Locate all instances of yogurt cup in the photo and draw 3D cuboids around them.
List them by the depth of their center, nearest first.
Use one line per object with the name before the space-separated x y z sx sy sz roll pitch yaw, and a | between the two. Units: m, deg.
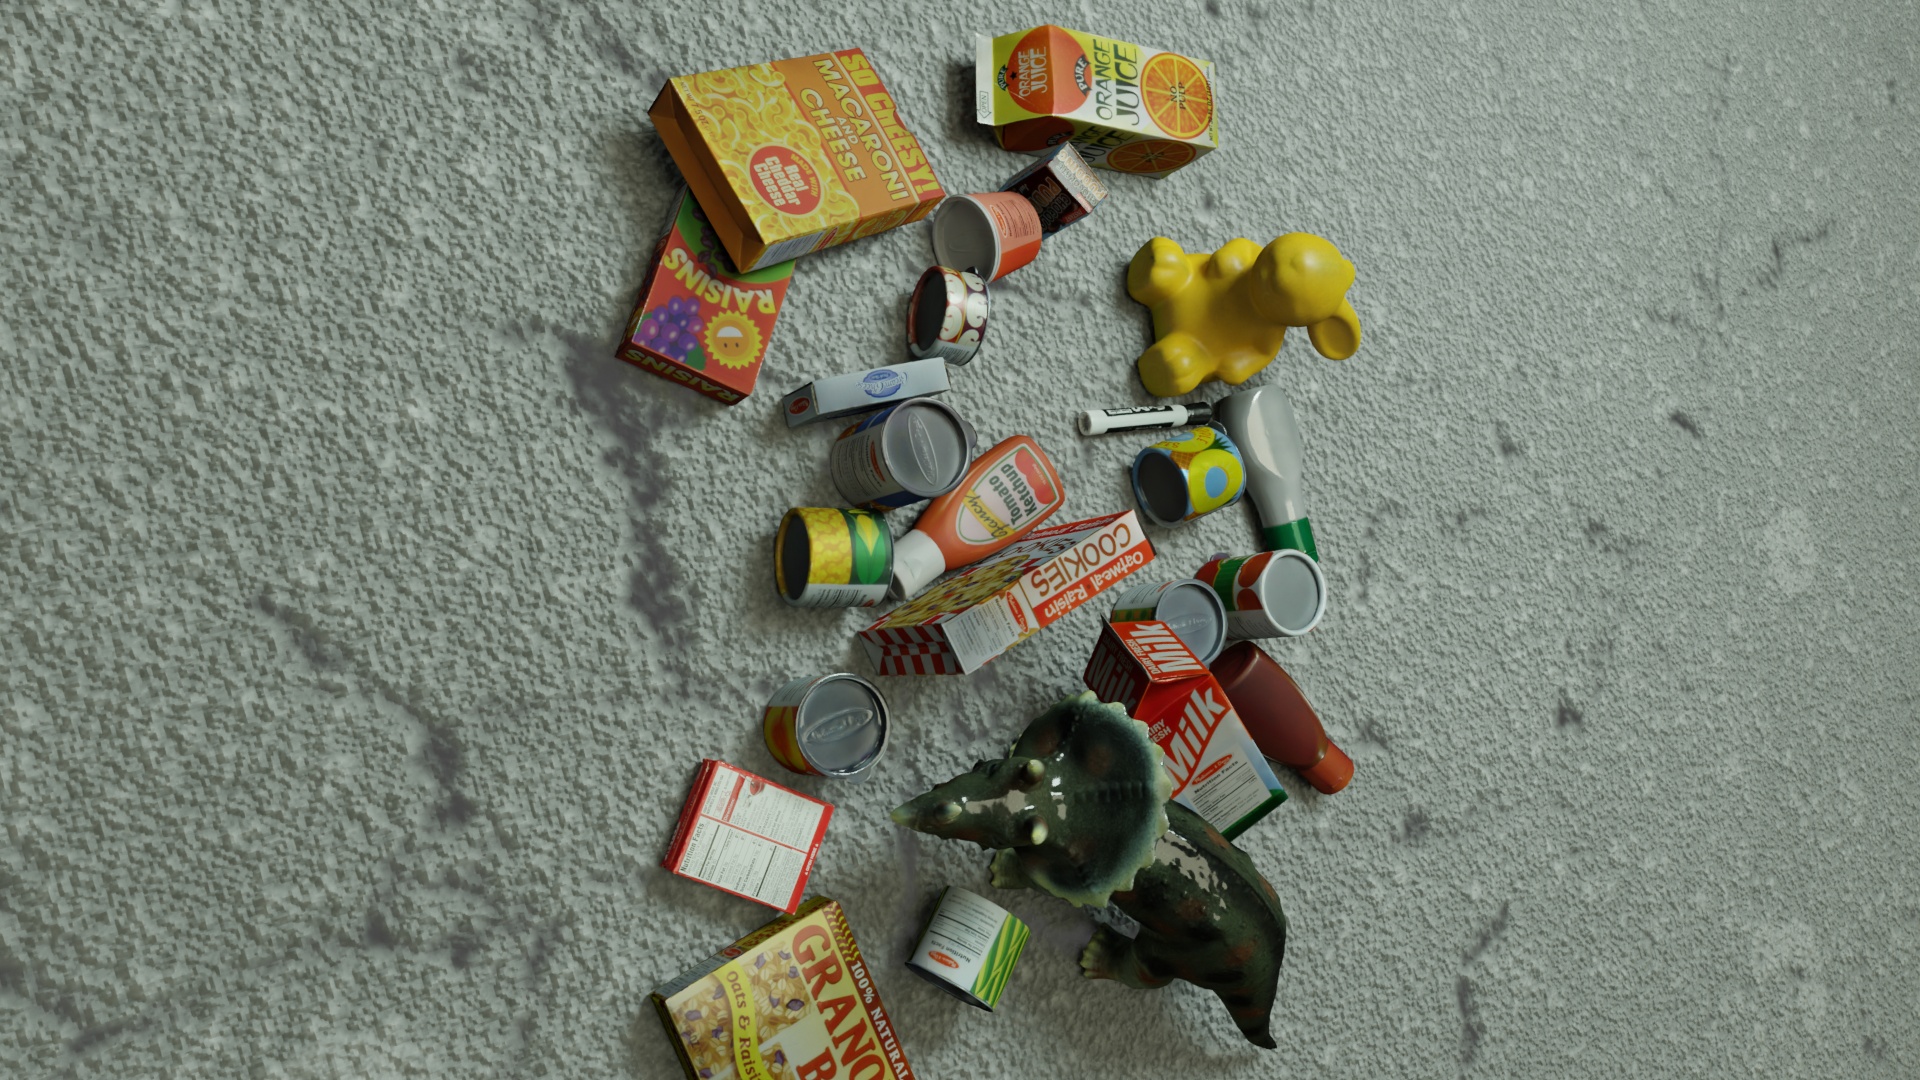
yogurt cup | 0.021 -0.219 0.999 0.054 0.072 0.072 -24 95 -37

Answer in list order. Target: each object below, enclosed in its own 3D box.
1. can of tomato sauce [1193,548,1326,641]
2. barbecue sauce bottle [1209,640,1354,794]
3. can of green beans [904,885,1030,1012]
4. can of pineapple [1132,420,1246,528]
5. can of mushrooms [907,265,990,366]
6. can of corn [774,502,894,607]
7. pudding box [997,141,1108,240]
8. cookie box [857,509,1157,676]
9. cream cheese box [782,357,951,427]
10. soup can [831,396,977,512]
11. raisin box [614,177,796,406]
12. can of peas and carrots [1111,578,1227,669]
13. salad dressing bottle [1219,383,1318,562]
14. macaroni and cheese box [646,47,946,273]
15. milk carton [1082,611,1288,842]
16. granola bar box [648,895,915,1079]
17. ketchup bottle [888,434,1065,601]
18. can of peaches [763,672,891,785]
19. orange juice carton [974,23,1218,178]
can of tomato sauce | 0.228 0.041 1.062 0.071 0.083 0.071 4 82 -28
barbecue sauce bottle | 0.248 0.143 1.077 0.064 0.044 0.148 -43 114 12
can of green beans | 0.005 0.270 0.919 0.071 0.071 0.058 38 67 -19
can of pineapple | 0.172 -0.050 1.055 0.058 0.071 0.071 -21 94 -29
can of mushrooms | -0.009 -0.160 0.972 0.033 0.071 0.071 7 80 -27
can of corn | -0.084 0.009 0.908 0.058 0.071 0.071 1 83 -28
pudding box | 0.065 -0.252 1.016 0.049 0.083 0.030 46 68 -16
cookie box | 0.031 0.037 0.933 0.168 0.122 0.040 -29 98 -29
cream cheese box | -0.064 -0.101 0.941 0.104 0.053 0.024 -15 93 -29
soup can | -0.038 -0.056 0.931 0.071 0.083 0.071 4 82 -28
raisin box | -0.162 -0.161 0.905 0.086 0.040 0.124 23 71 -25
can of peas and carrots | 0.155 0.066 1.034 0.071 0.058 0.071 4 82 -28
salad dressing bottle | 0.250 -0.050 1.111 0.064 0.044 0.147 -17 92 -31
macaroni and cheese box | -0.103 -0.255 0.919 0.167 0.040 0.123 -28 86 -41
milk carton | 0.150 0.127 0.968 0.073 0.072 0.190 -36 125 -1
granola bar box | -0.103 0.326 0.868 0.125 0.039 0.165 -25 95 -28
ketchup bottle | 0.003 -0.012 0.971 0.149 0.043 0.064 -37 101 -27
can of peaches | -0.086 0.122 0.895 0.071 0.058 0.071 4 81 -29
orange juice carton | 0.096 -0.332 1.050 0.193 0.073 0.072 2 82 -28
